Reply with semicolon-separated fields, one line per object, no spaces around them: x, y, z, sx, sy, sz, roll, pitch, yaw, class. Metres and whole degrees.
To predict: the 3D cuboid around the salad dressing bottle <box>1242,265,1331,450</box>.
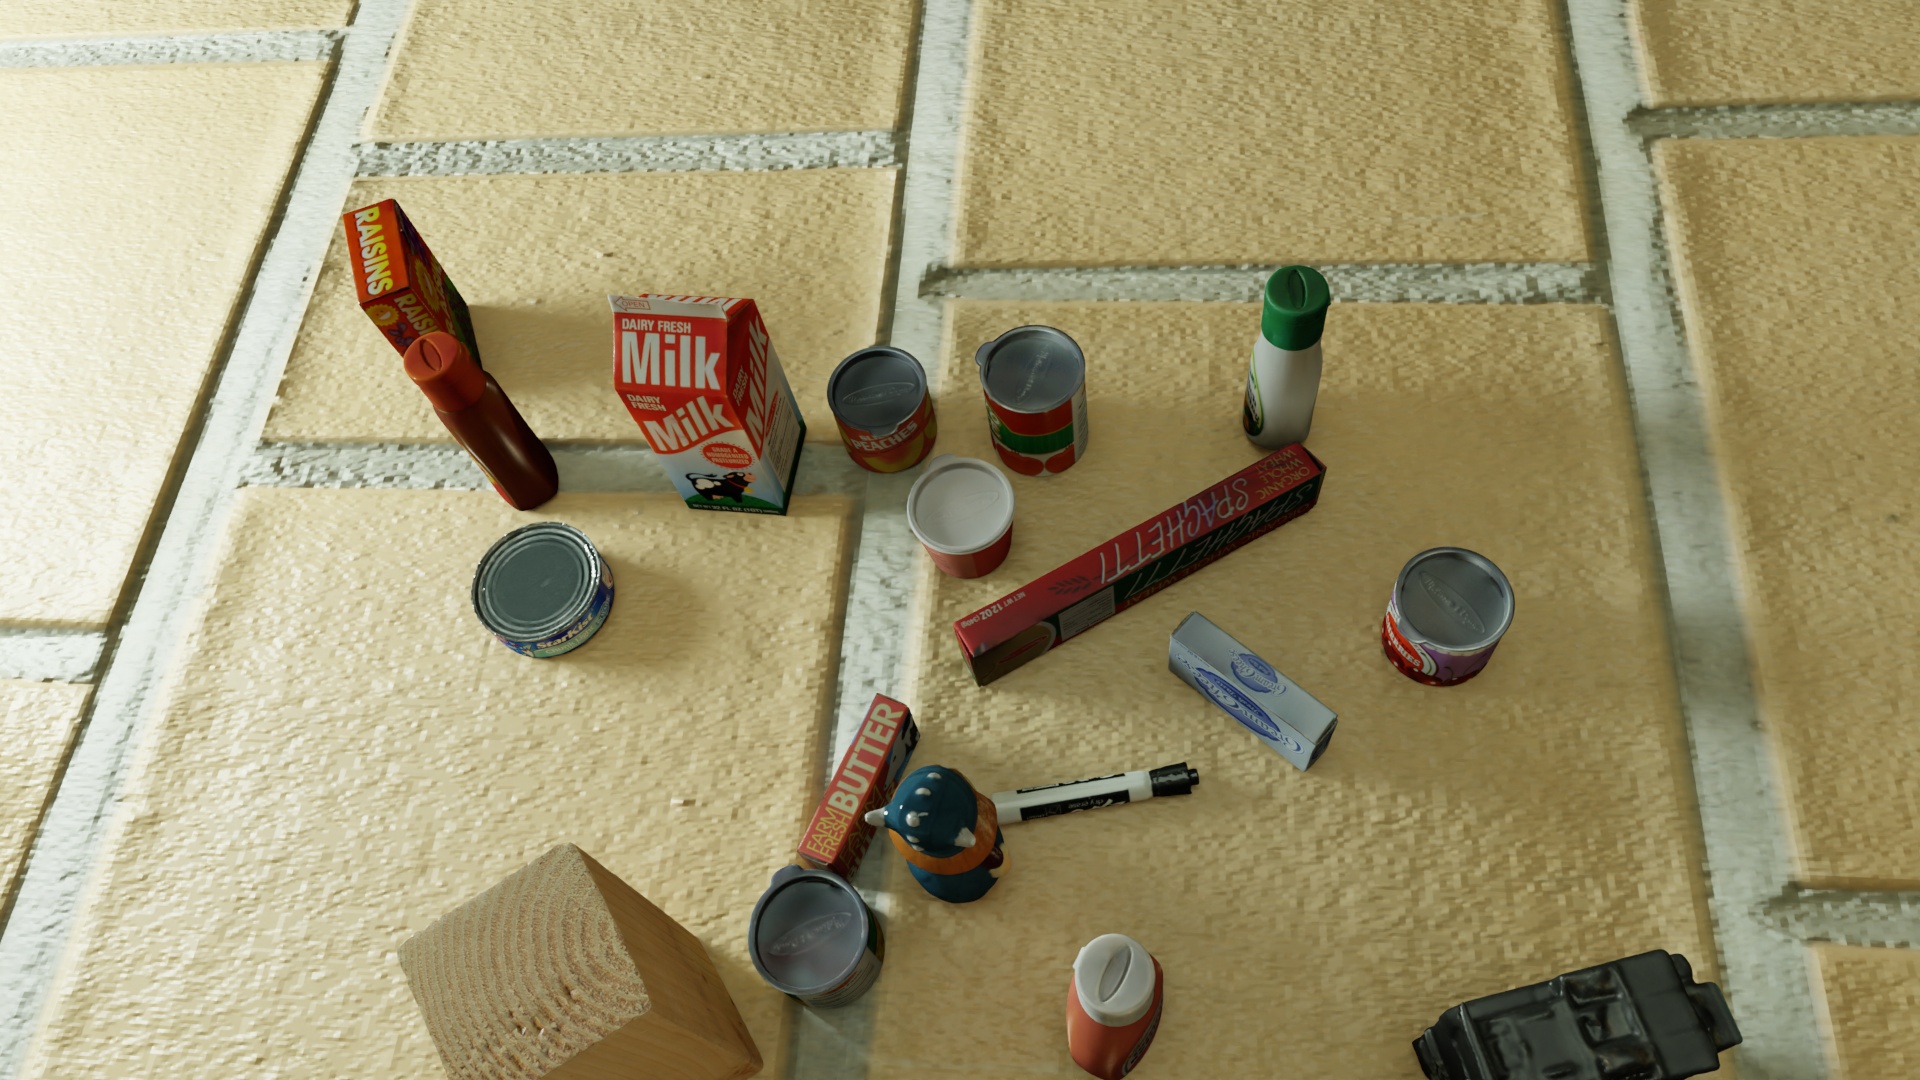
0.201;-0.111;0.858;0.044;0.147;0.064;-2;63;6;salad dressing bottle

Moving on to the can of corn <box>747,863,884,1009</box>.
-0.079;0.220;0.769;0.071;0.058;0.071;-3;62;6;can of corn

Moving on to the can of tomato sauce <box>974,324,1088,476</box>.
0.047;-0.089;0.902;0.071;0.082;0.071;-3;62;6;can of tomato sauce

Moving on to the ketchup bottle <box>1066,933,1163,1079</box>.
0.077;0.229;0.694;0.043;0.148;0.065;23;68;18;ketchup bottle

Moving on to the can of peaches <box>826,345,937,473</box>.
-0.051;-0.084;0.926;0.071;0.057;0.071;-3;62;6;can of peaches

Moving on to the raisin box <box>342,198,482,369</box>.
-0.380;-0.165;0.971;0.040;0.123;0.086;-20;62;-3;raisin box

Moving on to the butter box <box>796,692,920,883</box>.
-0.057;0.145;0.809;0.024;0.053;0.104;20;67;16;butter box

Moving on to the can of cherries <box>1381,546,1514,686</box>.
0.282;0.047;0.816;0.071;0.058;0.072;-3;62;6;can of cherries

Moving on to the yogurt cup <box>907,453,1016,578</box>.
0.003;-0.011;0.883;0.072;0.053;0.073;-3;62;6;yogurt cup

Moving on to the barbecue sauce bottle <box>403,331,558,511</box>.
-0.311;-0.079;0.903;0.044;0.148;0.065;-31;63;-9;barbecue sauce bottle

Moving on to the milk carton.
-0.157;-0.093;0.868;0.072;0.189;0.074;5;64;10;milk carton

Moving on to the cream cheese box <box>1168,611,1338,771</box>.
0.169;0.088;0.811;0.104;0.053;0.024;38;73;23;cream cheese box

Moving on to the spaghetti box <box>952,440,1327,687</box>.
0.112;0.014;0.859;0.250;0.050;0.029;-28;63;-8;spaghetti box
